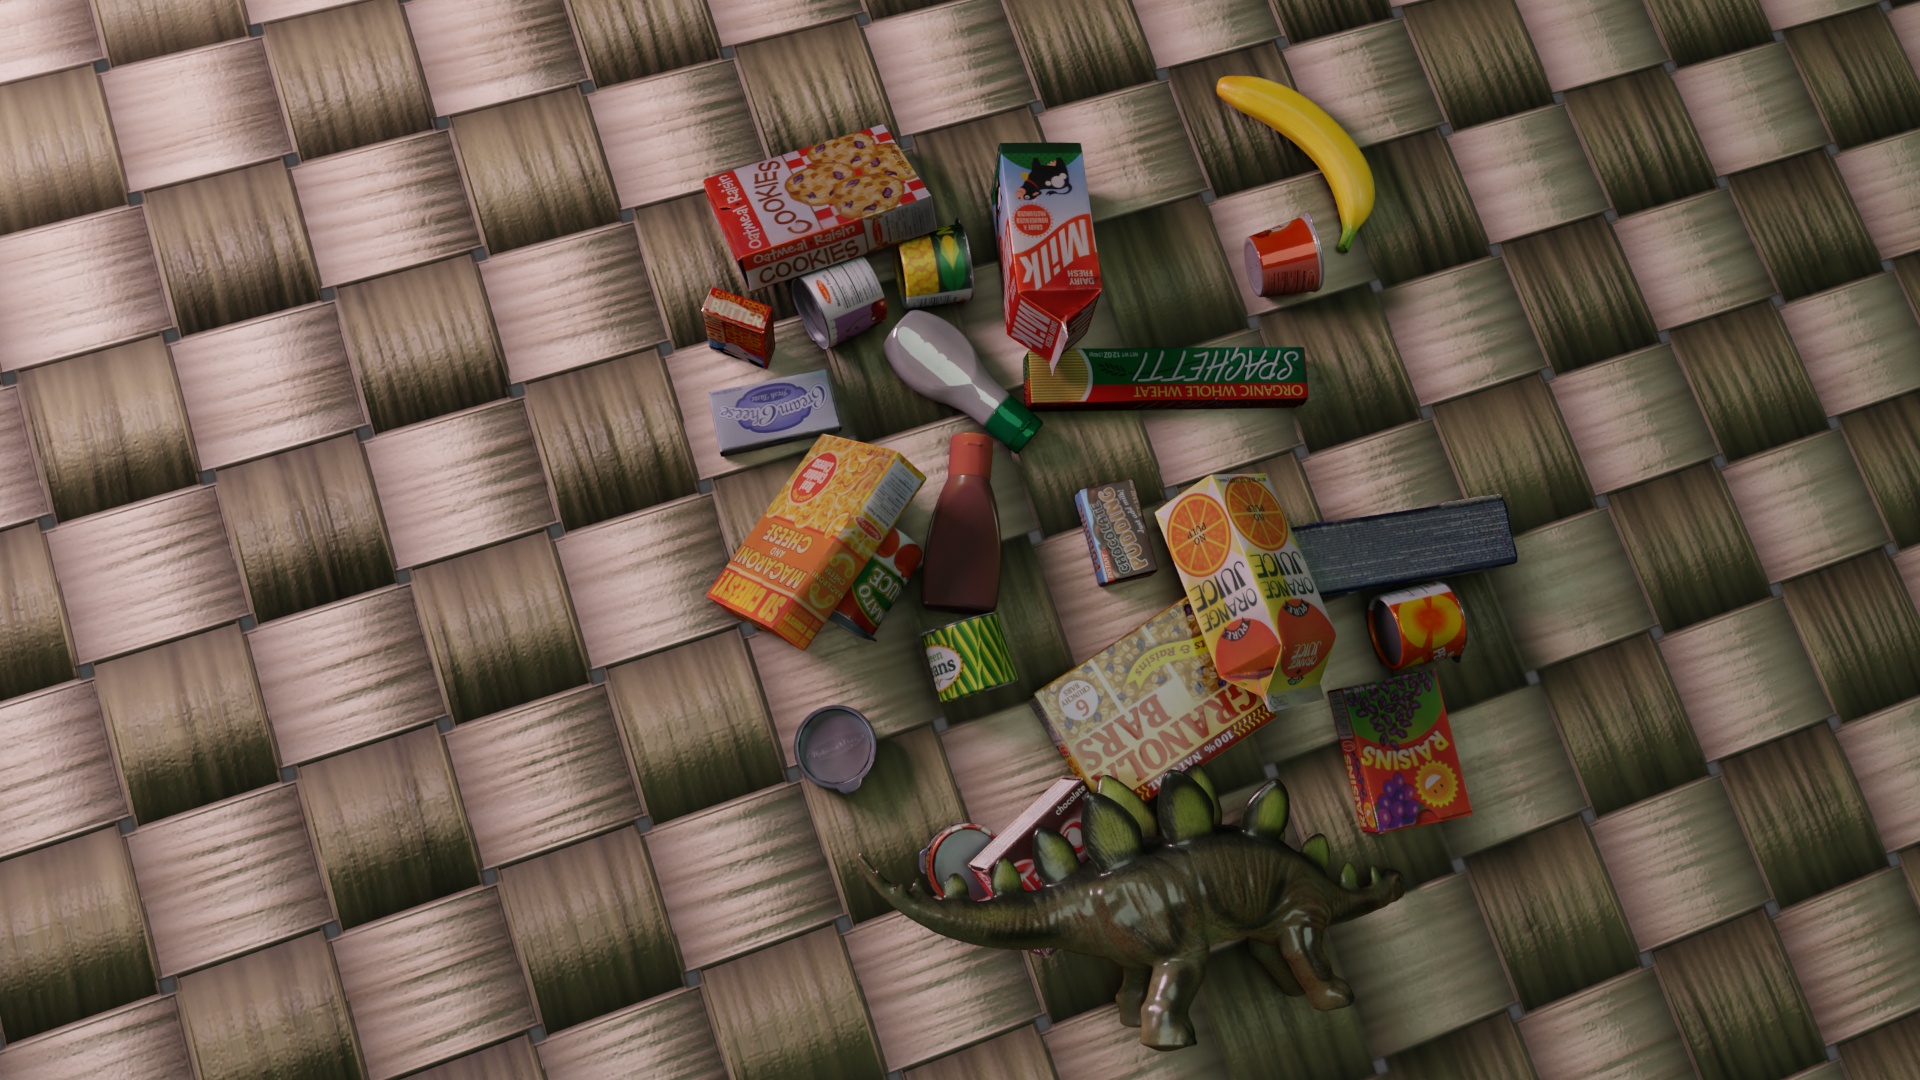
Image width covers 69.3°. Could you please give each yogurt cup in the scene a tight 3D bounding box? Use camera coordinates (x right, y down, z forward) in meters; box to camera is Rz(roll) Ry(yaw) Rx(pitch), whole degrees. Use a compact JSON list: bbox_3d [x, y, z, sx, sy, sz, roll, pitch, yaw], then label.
[{"bbox_3d":[0.284,-0.247,1.226,0.054,0.072,0.072,-13,81,0],"label":"yogurt cup"}]

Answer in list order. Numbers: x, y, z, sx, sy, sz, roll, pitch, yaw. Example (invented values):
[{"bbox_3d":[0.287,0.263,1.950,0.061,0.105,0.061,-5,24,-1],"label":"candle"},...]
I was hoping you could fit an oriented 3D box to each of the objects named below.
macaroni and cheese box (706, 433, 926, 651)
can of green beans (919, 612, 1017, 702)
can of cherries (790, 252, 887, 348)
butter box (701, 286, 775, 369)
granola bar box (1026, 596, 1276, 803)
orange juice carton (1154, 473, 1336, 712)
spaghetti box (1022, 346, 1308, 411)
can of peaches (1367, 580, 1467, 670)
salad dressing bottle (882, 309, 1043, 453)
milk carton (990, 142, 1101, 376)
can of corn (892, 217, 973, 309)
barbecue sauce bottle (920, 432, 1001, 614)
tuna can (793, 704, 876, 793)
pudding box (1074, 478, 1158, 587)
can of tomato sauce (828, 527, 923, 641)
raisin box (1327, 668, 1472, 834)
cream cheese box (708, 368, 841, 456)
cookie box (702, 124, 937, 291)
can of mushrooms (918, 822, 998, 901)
[{"bbox_3d":[-0.116,-0.002,1.102,0.040,0.124,0.167,42,75,-33],"label":"macaroni and cheese box"},{"bbox_3d":[0.007,0.095,1.124,0.071,0.071,0.058,-15,82,-9],"label":"can of green beans"},{"bbox_3d":[-0.103,-0.203,1.172,0.058,0.071,0.071,-28,83,-17],"label":"can of cherries"},{"bbox_3d":[-0.180,-0.173,1.138,0.053,0.103,0.024,19,79,-3],"label":"butter box"},{"bbox_3d":[0.158,0.137,1.146,0.166,0.039,0.124,-31,84,-11],"label":"granola bar box"},{"bbox_3d":[0.238,0.045,1.129,0.072,0.072,0.193,-3,66,-39],"label":"orange juice carton"},{"bbox_3d":[0.180,-0.141,1.210,0.250,0.028,0.050,-2,79,-7],"label":"spaghetti box"},{"bbox_3d":[0.384,0.074,1.170,0.058,0.071,0.071,-12,81,-8],"label":"can of peaches"},{"bbox_3d":[0.003,-0.133,1.182,0.147,0.044,0.064,40,76,1],"label":"salad dressing bottle"},{"bbox_3d":[0.073,-0.239,1.179,0.073,0.072,0.191,-3,69,-7],"label":"milk carton"},{"bbox_3d":[-0.024,-0.236,1.186,0.058,0.071,0.071,-10,80,-8],"label":"can of corn"},{"bbox_3d":[0.004,-0.015,1.158,0.065,0.043,0.149,6,78,-6],"label":"barbecue sauce bottle"},{"bbox_3d":[-0.100,0.168,1.115,0.071,0.032,0.071,1,79,-6],"label":"tuna can"},{"bbox_3d":[0.131,-0.007,1.177,0.050,0.030,0.084,-13,80,-8],"label":"pudding box"},{"bbox_3d":[-0.077,0.029,1.127,0.071,0.071,0.083,32,77,0],"label":"can of tomato sauce"},{"bbox_3d":[0.367,0.176,1.162,0.086,0.040,0.123,-10,81,-9],"label":"raisin box"},{"bbox_3d":[-0.156,-0.108,1.168,0.104,0.024,0.053,-13,81,-9],"label":"cream cheese box"},{"bbox_3d":[-0.120,-0.283,1.170,0.168,0.040,0.123,-20,49,-10],"label":"cookie box"},{"bbox_3d":[0.003,0.259,1.108,0.071,0.033,0.071,1,80,-6],"label":"can of mushrooms"}]
